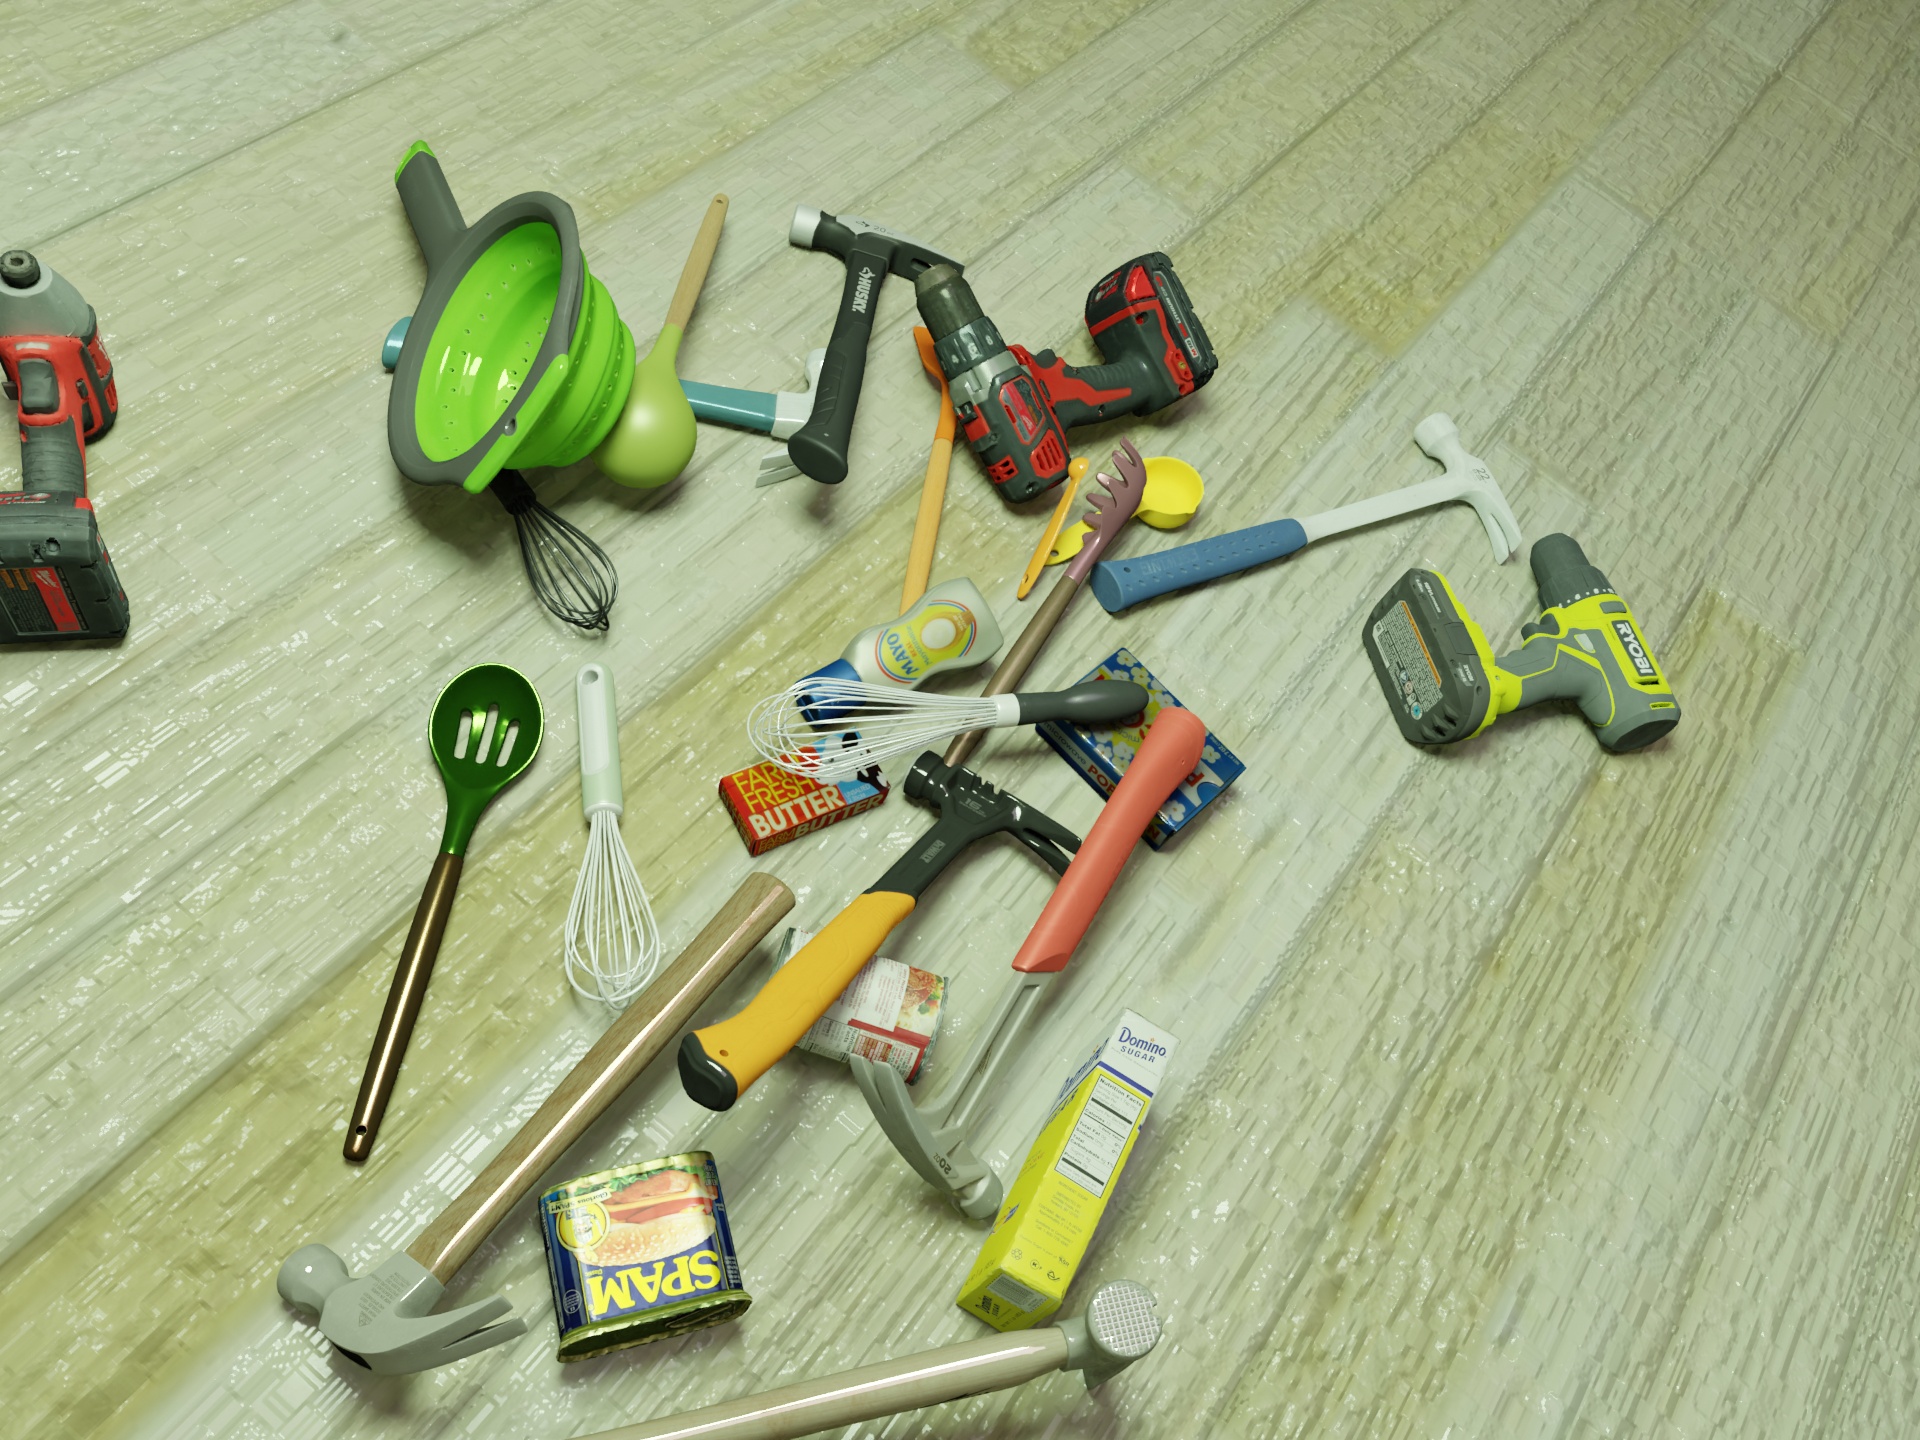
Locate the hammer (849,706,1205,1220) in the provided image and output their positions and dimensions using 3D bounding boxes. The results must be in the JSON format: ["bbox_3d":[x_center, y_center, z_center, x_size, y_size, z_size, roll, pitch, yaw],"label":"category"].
[{"bbox_3d":[0.060,0.118,0.981,0.037,0.149,0.359,5,47,38],"label":"hammer"}]

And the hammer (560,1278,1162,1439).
[{"bbox_3d":[-0.105,0.360,0.813,0.410,0.146,0.038,-9,61,-12],"label":"hammer"}]

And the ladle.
[{"bbox_3d":[-0.209,-0.293,1.179,0.078,0.062,0.320,13,48,-7],"label":"ladle"}]

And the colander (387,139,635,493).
[{"bbox_3d":[-0.314,-0.288,1.101,0.094,0.204,0.398,24,26,-45],"label":"colander"}]

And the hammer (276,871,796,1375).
[{"bbox_3d":[-0.203,0.204,0.857,0.130,0.031,0.331,16,51,37],"label":"hammer"}]

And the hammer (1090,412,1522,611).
[{"bbox_3d":[0.284,-0.151,1.284,0.405,0.035,0.144,-18,66,-27],"label":"hammer"}]

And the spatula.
[{"bbox_3d":[-0.019,-0.187,1.219,0.081,0.041,0.323,15,60,-10],"label":"spatula"}]

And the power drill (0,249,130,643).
[{"bbox_3d":[-0.554,-0.167,0.961,0.078,0.143,0.220,-5,63,-18],"label":"power drill"}]

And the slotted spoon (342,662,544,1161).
[{"bbox_3d":[-0.311,0.104,0.941,0.070,0.031,0.314,13,58,-10],"label":"slotted spoon"}]

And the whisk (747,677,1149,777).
[{"bbox_3d":[-0.001,-0.003,1.052,0.284,0.070,0.070,-5,61,-21],"label":"whisk"}]

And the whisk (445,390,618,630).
[{"bbox_3d":[-0.304,-0.150,1.090,0.055,0.055,0.239,-27,66,-30],"label":"whisk"}]

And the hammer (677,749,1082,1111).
[{"bbox_3d":[-0.048,0.123,0.934,0.127,0.034,0.337,29,35,14],"label":"hammer"}]

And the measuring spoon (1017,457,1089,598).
[{"bbox_3d":[0.066,-0.145,1.189,0.011,0.021,0.117,26,88,-24],"label":"measuring spoon"}]

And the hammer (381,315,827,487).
[{"bbox_3d":[-0.251,-0.249,1.175,0.331,0.033,0.128,8,56,-13],"label":"hammer"}]

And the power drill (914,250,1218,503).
[{"bbox_3d":[0.077,-0.293,1.247,0.227,0.080,0.188,-33,99,-31],"label":"power drill"}]

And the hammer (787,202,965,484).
[{"bbox_3d":[-0.079,-0.288,1.214,0.146,0.035,0.335,15,44,-9],"label":"hammer"}]

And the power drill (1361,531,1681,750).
[{"bbox_3d":[0.440,-0.065,1.259,0.228,0.080,0.191,-4,61,-23],"label":"power drill"}]

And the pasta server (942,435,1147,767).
[{"bbox_3d":[0.060,-0.085,1.157,0.040,0.060,0.316,34,63,-1],"label":"pasta server"}]

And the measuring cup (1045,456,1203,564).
[{"bbox_3d":[0.123,-0.155,1.248,0.156,0.029,0.062,-31,68,-18],"label":"measuring cup"}]

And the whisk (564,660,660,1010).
[{"bbox_3d":[-0.221,0.064,0.984,0.058,0.059,0.247,-15,57,5],"label":"whisk"}]
